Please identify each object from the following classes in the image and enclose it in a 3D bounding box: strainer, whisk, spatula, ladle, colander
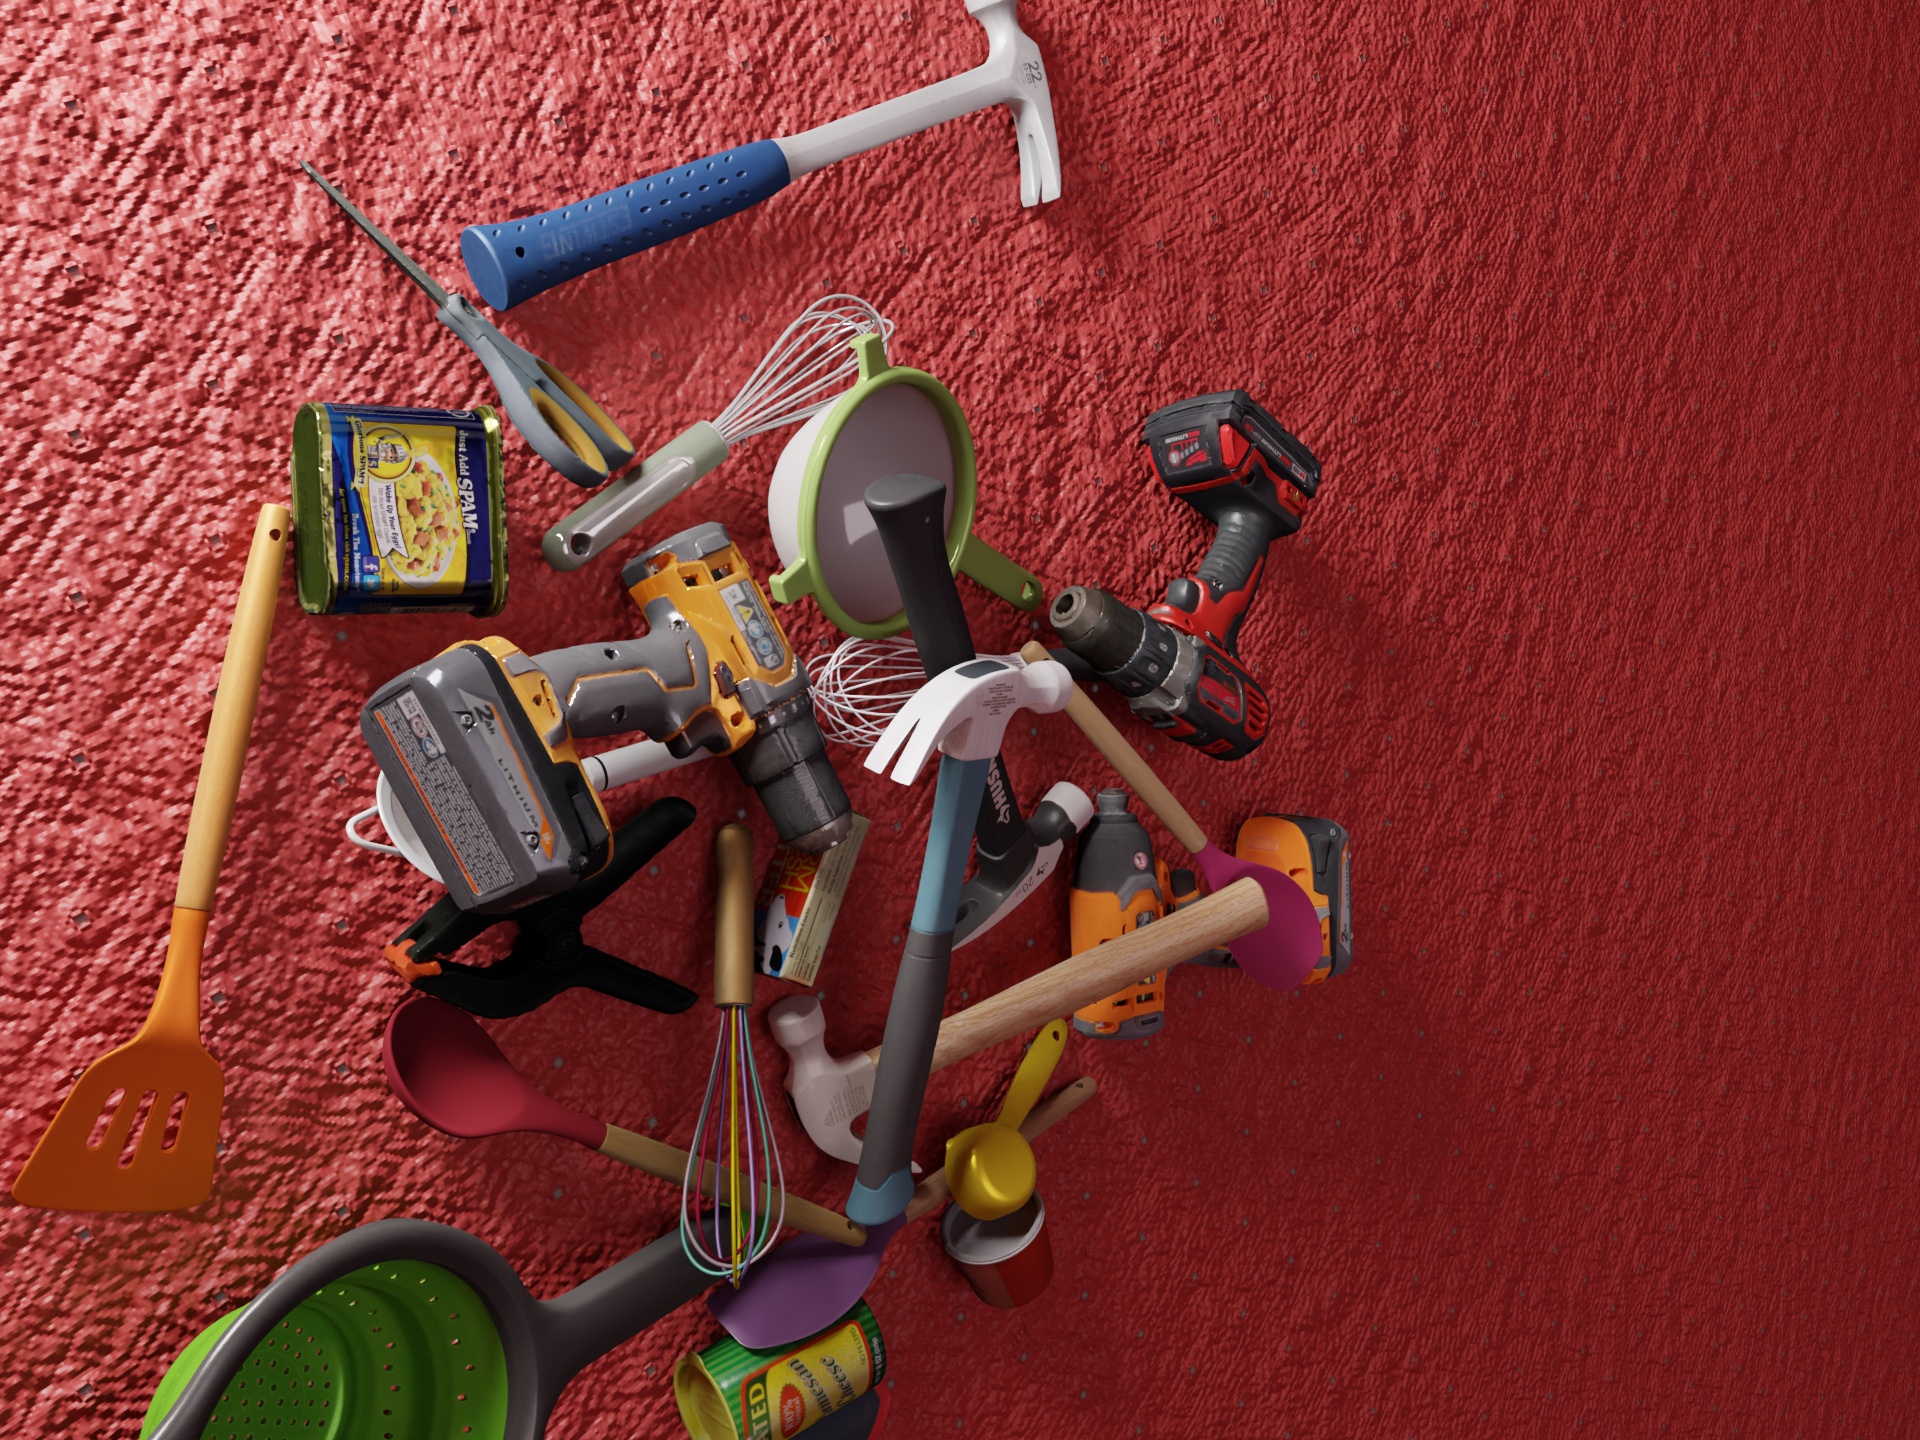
[{"bbox_3d":[-0.034,-0.113,0.937,0.256,0.069,0.151,24,82,-58],"label":"strainer"},{"bbox_3d":[0.016,-0.028,0.987,0.284,0.070,0.070,-9,98,-44],"label":"whisk"},{"bbox_3d":[-0.018,0.292,0.976,0.316,0.060,0.018,-22,133,-43],"label":"spatula"},{"bbox_3d":[-0.343,0.060,0.714,0.081,0.041,0.323,15,79,-38],"label":"spatula"},{"bbox_3d":[-0.123,0.177,0.856,0.047,0.051,0.245,35,49,-60],"label":"whisk"},{"bbox_3d":[-0.198,0.033,0.819,0.258,0.050,0.087,-19,72,-43],"label":"strainer"},{"bbox_3d":[-0.169,0.226,0.840,0.315,0.031,0.069,33,33,-32],"label":"ladle"},{"bbox_3d":[-0.247,0.311,0.775,0.397,0.094,0.204,-14,101,-57],"label":"colander"},{"bbox_3d":[-0.128,-0.156,0.863,0.246,0.059,0.057,-42,125,-24],"label":"whisk"}]

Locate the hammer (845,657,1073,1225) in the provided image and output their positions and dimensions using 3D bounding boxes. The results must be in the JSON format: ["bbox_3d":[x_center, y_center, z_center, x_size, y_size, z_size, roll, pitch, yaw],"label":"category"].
[{"bbox_3d":[-0.017,0.128,0.887,0.128,0.033,0.331,-4,110,-49],"label":"hammer"}]

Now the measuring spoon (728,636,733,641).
[{"bbox_3d":[-0.114,-0.030,0.895,0.116,0.011,0.021,64,32,-18],"label":"measuring spoon"}]

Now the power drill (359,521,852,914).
[{"bbox_3d":[-0.155,0.015,0.787,0.226,0.084,0.185,-34,99,-50],"label":"power drill"}]

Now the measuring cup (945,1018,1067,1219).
[{"bbox_3d":[0.042,0.245,1.011,0.062,0.029,0.157,44,47,-11],"label":"measuring cup"}]

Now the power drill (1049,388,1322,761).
[{"bbox_3d":[0.148,-0.105,1.053,0.187,0.080,0.227,31,66,-37],"label":"power drill"}]

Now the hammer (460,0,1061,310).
[{"bbox_3d":[-0.091,-0.310,0.892,0.405,0.035,0.144,-34,113,-33],"label":"hammer"}]

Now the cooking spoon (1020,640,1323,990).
[{"bbox_3d":[0.139,0.064,1.029,0.069,0.017,0.318,-47,113,-12],"label":"cooking spoon"}]

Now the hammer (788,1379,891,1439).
[{"bbox_3d":[-0.194,0.464,0.846,0.386,0.038,0.143,-30,109,-34],"label":"hammer"}]

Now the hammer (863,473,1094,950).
[{"bbox_3d":[-0.001,-0.003,0.904,0.146,0.035,0.334,-45,142,-25],"label":"hammer"}]

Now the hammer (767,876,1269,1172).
[{"bbox_3d":[0.049,0.175,0.981,0.331,0.031,0.130,-20,111,-19],"label":"hammer"}]

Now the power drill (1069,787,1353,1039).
[{"bbox_3d":[0.170,0.121,1.103,0.226,0.084,0.164,-6,95,-36],"label":"power drill"}]
